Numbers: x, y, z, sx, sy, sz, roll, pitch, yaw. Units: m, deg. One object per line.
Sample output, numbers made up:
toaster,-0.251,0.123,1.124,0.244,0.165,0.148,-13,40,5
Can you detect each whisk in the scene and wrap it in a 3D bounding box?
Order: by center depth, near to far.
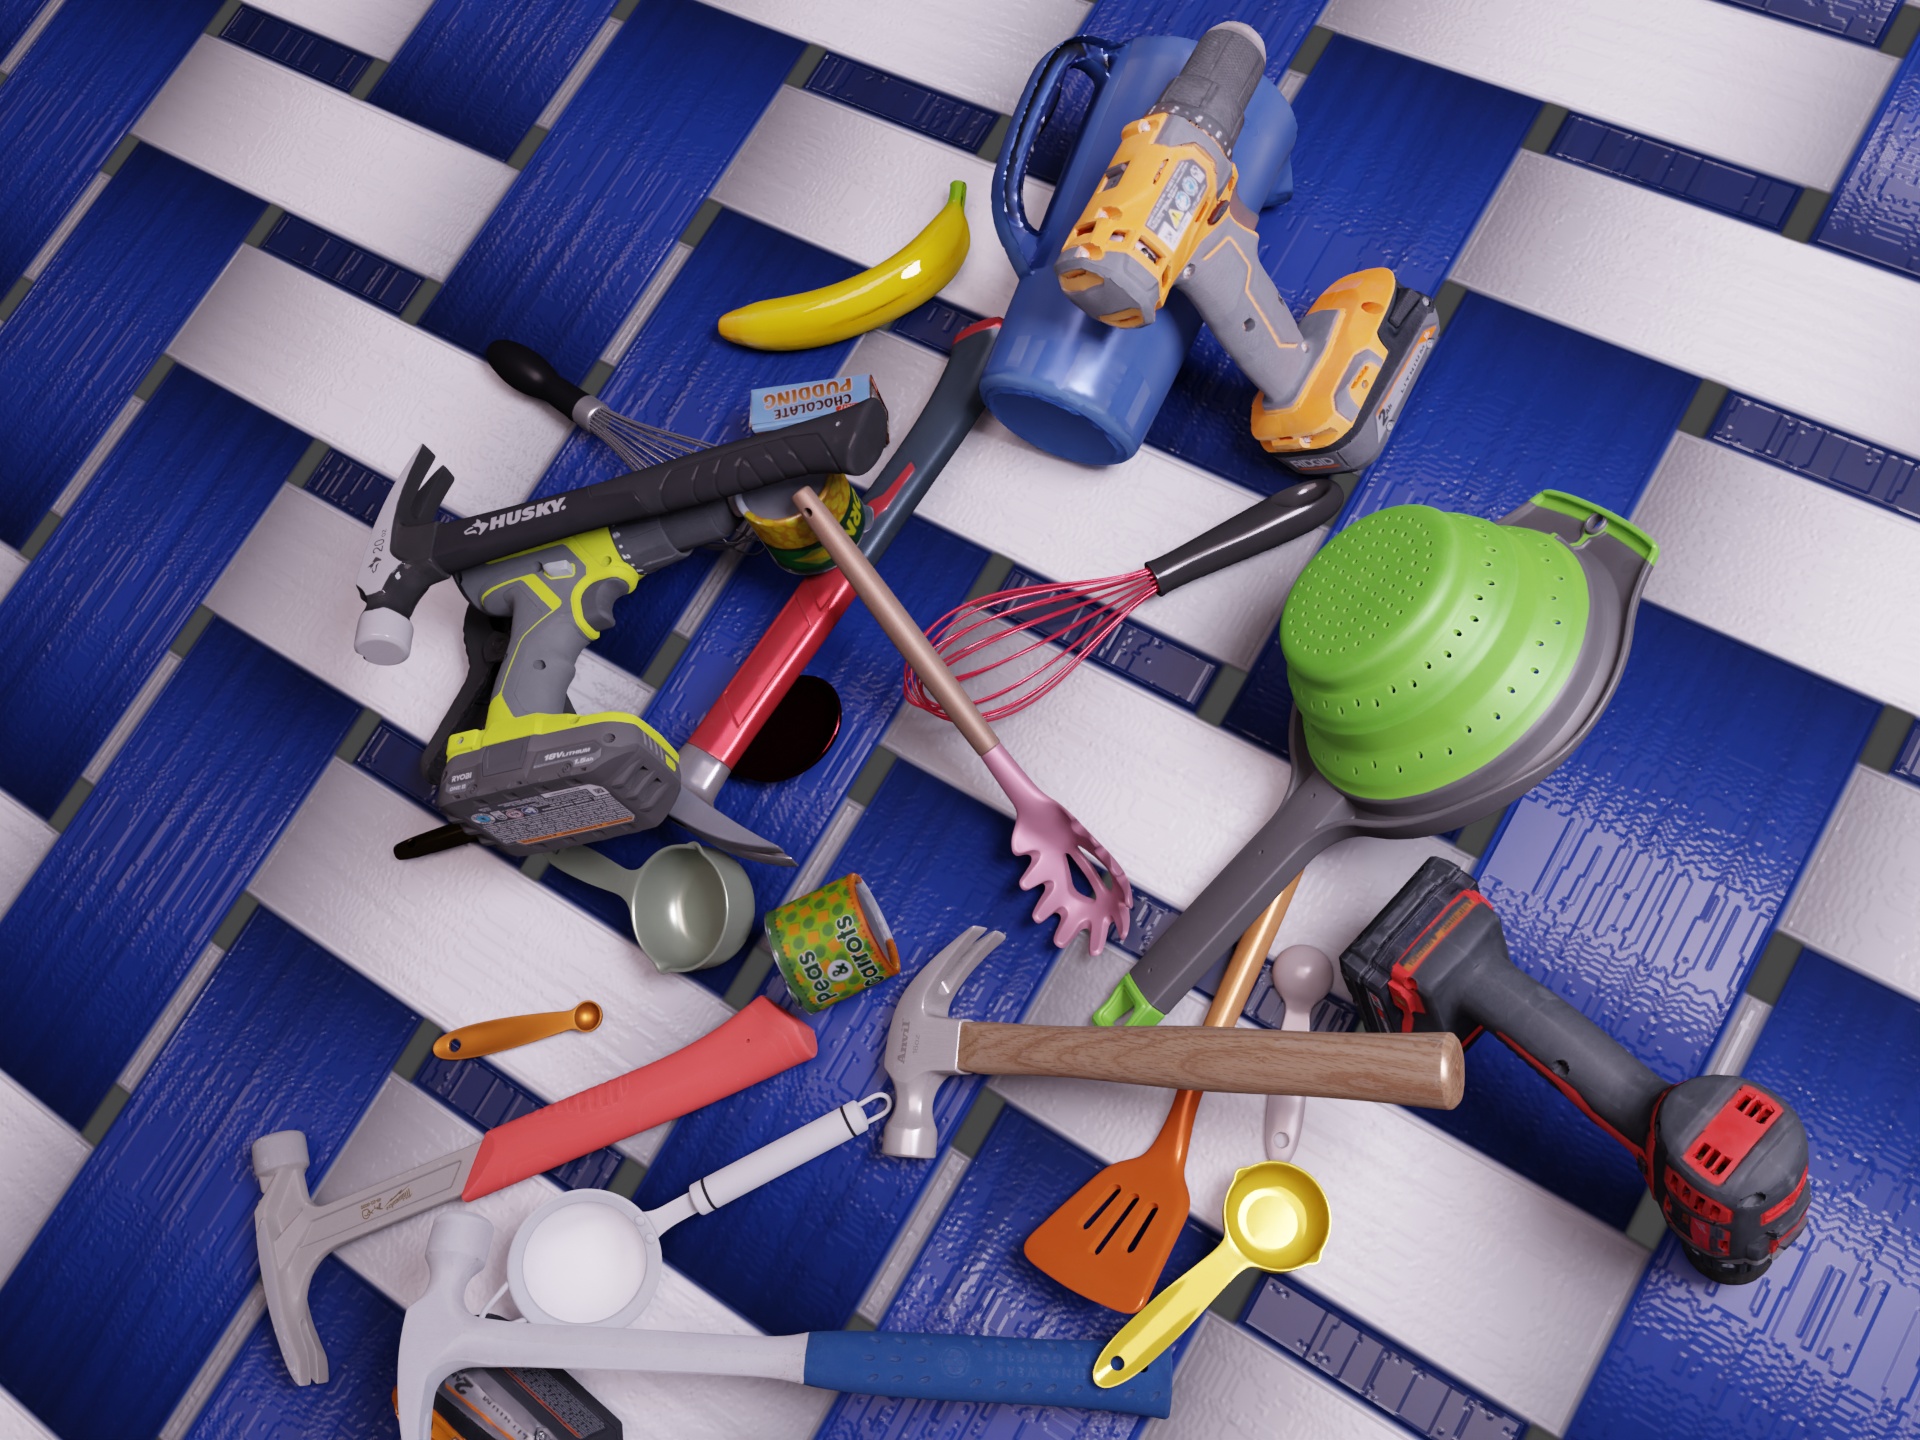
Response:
whisk,0.100,-0.077,0.966,0.296,0.073,0.073,-26,69,-3
whisk,-0.229,-0.192,1.075,0.285,0.070,0.070,34,83,25

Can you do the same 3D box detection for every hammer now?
hammer,0.097,0.173,0.834,0.331,0.031,0.130,-6,71,35
hammer,-0.093,0.341,0.837,0.405,0.035,0.144,3,49,0
hammer,-0.201,-0.133,0.934,0.335,0.035,0.146,-13,55,15
hammer,-0.251,0.261,0.946,0.359,0.036,0.149,-23,70,5
hammer,-0.059,-0.092,0.991,0.143,0.038,0.386,26,74,28

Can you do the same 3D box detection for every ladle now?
ladle,-0.219,0.041,1.013,0.315,0.031,0.069,-17,61,9

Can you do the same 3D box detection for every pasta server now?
pasta server,-0.001,-0.003,0.917,0.060,0.040,0.316,-35,93,27

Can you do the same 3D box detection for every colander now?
colander,0.186,0.014,0.858,0.397,0.094,0.205,-49,28,9

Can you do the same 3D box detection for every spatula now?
spatula,0.140,0.168,0.886,0.081,0.041,0.323,16,73,42

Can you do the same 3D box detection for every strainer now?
strainer,-0.155,0.279,0.917,0.258,0.050,0.087,-27,94,-3

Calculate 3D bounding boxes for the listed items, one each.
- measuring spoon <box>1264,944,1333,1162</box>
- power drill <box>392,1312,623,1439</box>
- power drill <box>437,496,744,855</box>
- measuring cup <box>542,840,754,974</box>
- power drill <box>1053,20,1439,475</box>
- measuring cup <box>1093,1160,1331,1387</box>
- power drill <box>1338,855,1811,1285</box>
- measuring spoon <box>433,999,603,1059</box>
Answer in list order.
measuring spoon,0.184,0.185,0.883,0.034,0.018,0.124,7,75,14
power drill,-0.286,0.465,0.868,0.164,0.084,0.226,33,86,19
power drill,-0.221,-0.047,0.954,0.190,0.080,0.229,-13,57,16
measuring cup,-0.195,0.101,0.986,0.168,0.038,0.083,18,95,33
power drill,0.177,-0.272,0.926,0.084,0.226,0.185,9,69,61
measuring cup,0.130,0.297,0.842,0.156,0.029,0.062,-39,68,-11
power drill,0.310,0.185,0.793,0.080,0.187,0.227,-45,51,-9
measuring spoon,-0.274,0.194,0.988,0.117,0.011,0.021,-14,71,12
